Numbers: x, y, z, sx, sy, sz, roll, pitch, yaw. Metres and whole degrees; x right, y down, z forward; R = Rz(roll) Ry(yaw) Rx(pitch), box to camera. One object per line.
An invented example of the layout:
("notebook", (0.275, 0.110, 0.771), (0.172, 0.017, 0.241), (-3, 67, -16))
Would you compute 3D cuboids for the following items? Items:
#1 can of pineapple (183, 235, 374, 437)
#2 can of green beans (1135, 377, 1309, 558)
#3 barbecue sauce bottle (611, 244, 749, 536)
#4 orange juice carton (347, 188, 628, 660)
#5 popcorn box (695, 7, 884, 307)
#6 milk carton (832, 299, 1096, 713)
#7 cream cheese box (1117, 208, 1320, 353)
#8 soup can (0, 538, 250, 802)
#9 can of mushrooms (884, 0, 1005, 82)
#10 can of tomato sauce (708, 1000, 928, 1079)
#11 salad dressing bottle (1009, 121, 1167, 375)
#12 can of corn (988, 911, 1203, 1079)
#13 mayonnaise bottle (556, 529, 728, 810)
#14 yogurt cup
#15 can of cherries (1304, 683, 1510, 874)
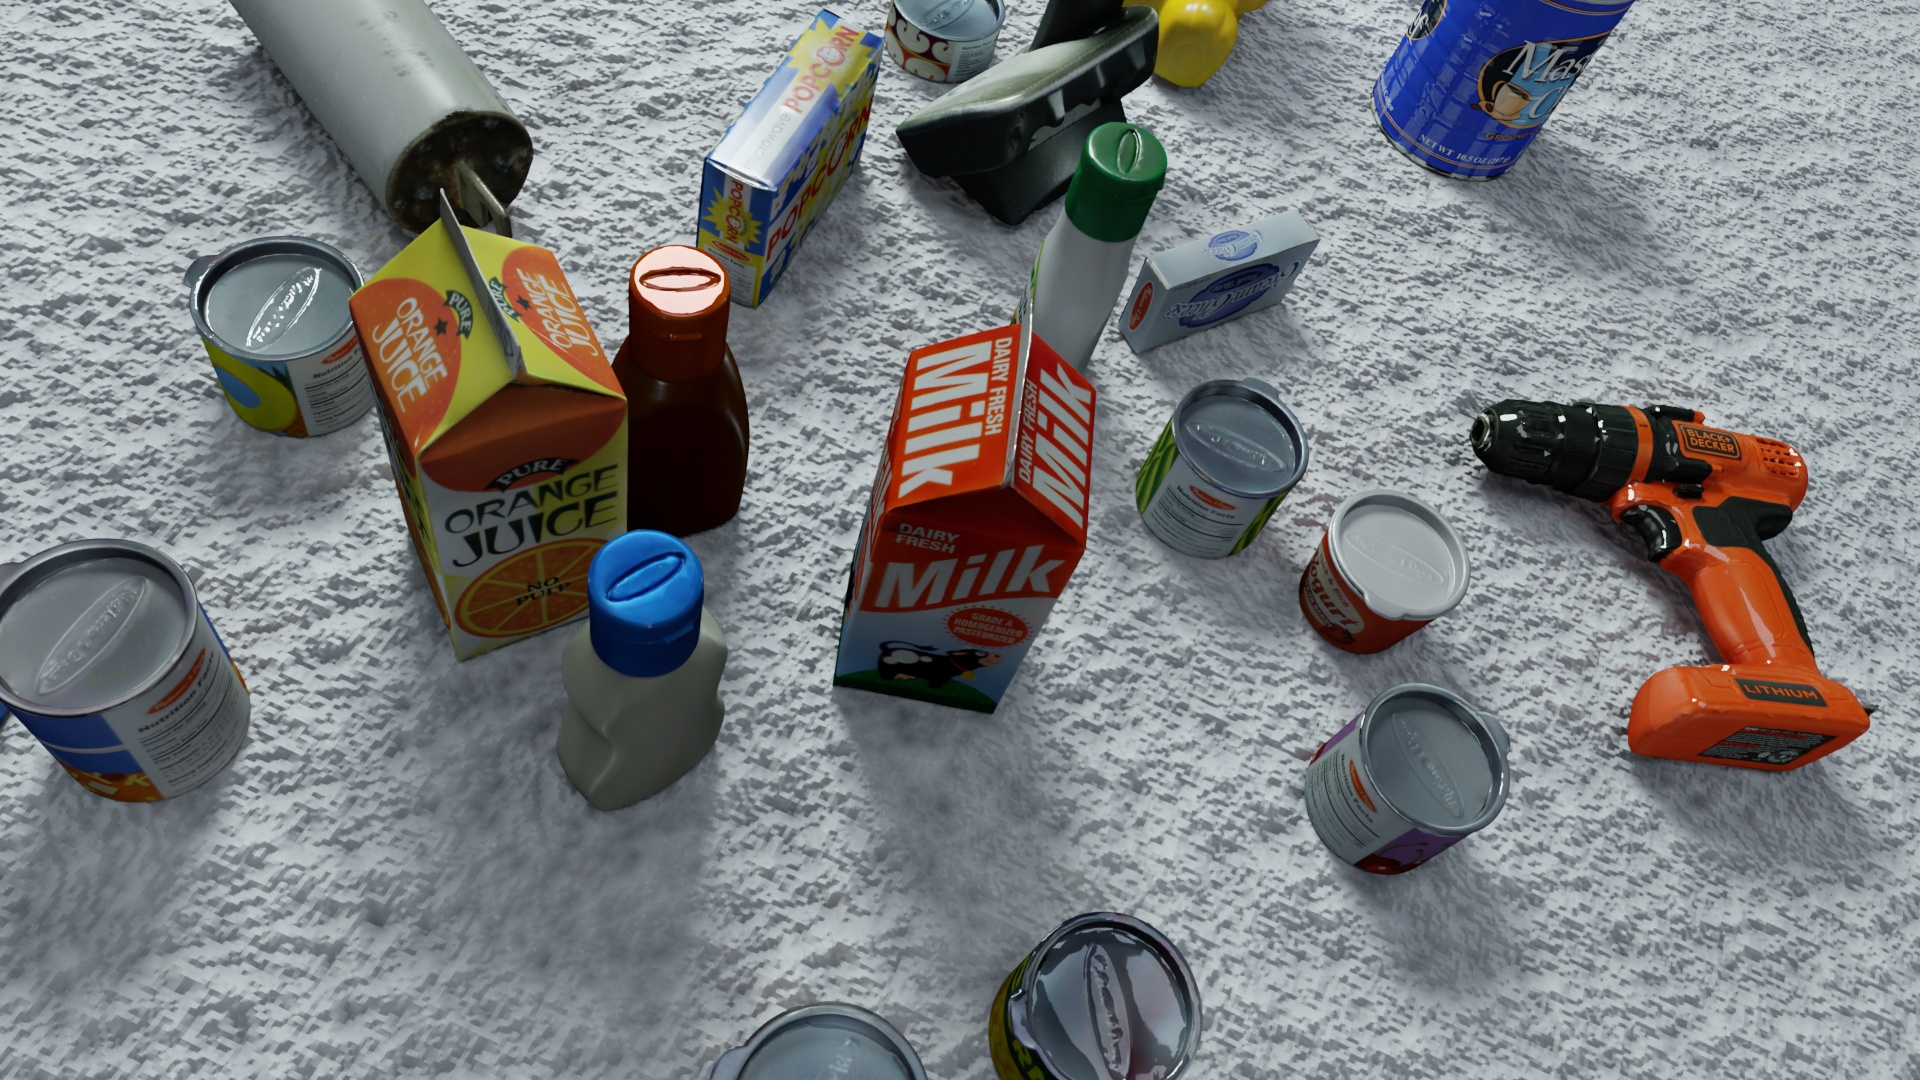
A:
("can of pineapple", (-0.285, -0.087, 0.591), (0.071, 0.057, 0.071), (6, 58, -10))
("can of green beans", (0.123, -0.033, 0.658), (0.071, 0.057, 0.071), (6, 58, -10))
("barbecue sauce bottle", (-0.115, -0.056, 0.560), (0.065, 0.147, 0.044), (-4, 61, -16))
("orange juice carton", (-0.169, -0.037, 0.509), (0.073, 0.191, 0.072), (-20, 66, -23))
("popcorn box", (-0.085, -0.188, 0.685), (0.038, 0.084, 0.127), (25, 57, 2))
("milk carton", (0.002, -0.007, 0.533), (0.073, 0.189, 0.073), (11, 58, -7))
("cream cheese box", (0.134, -0.136, 0.726), (0.104, 0.053, 0.024), (-22, 67, -24))
("soup can", (-0.298, 0.047, 0.491), (0.071, 0.083, 0.071), (6, 58, -10))
("can of mushrooms", (-0.011, -0.300, 0.802), (0.071, 0.033, 0.071), (6, 58, -10))
("can of tomato sauce", (-0.051, 0.196, 0.461), (0.071, 0.082, 0.071), (6, 58, -10))
("salad dressing bottle", (0.056, -0.128, 0.646), (0.044, 0.147, 0.064), (17, 57, -3))
("can of corn", (0.045, 0.177, 0.510), (0.071, 0.058, 0.071), (6, 58, -10))
("mayonnaise bottle", (-0.113, 0.048, 0.497), (0.065, 0.147, 0.041), (-32, 71, -28))
("yogurt cup", (0.193, 0.017, 0.647), (0.072, 0.053, 0.073), (6, 58, -10))
("can of cherries", (0.191, 0.102, 0.592), (0.071, 0.058, 0.072), (6, 58, -10))
